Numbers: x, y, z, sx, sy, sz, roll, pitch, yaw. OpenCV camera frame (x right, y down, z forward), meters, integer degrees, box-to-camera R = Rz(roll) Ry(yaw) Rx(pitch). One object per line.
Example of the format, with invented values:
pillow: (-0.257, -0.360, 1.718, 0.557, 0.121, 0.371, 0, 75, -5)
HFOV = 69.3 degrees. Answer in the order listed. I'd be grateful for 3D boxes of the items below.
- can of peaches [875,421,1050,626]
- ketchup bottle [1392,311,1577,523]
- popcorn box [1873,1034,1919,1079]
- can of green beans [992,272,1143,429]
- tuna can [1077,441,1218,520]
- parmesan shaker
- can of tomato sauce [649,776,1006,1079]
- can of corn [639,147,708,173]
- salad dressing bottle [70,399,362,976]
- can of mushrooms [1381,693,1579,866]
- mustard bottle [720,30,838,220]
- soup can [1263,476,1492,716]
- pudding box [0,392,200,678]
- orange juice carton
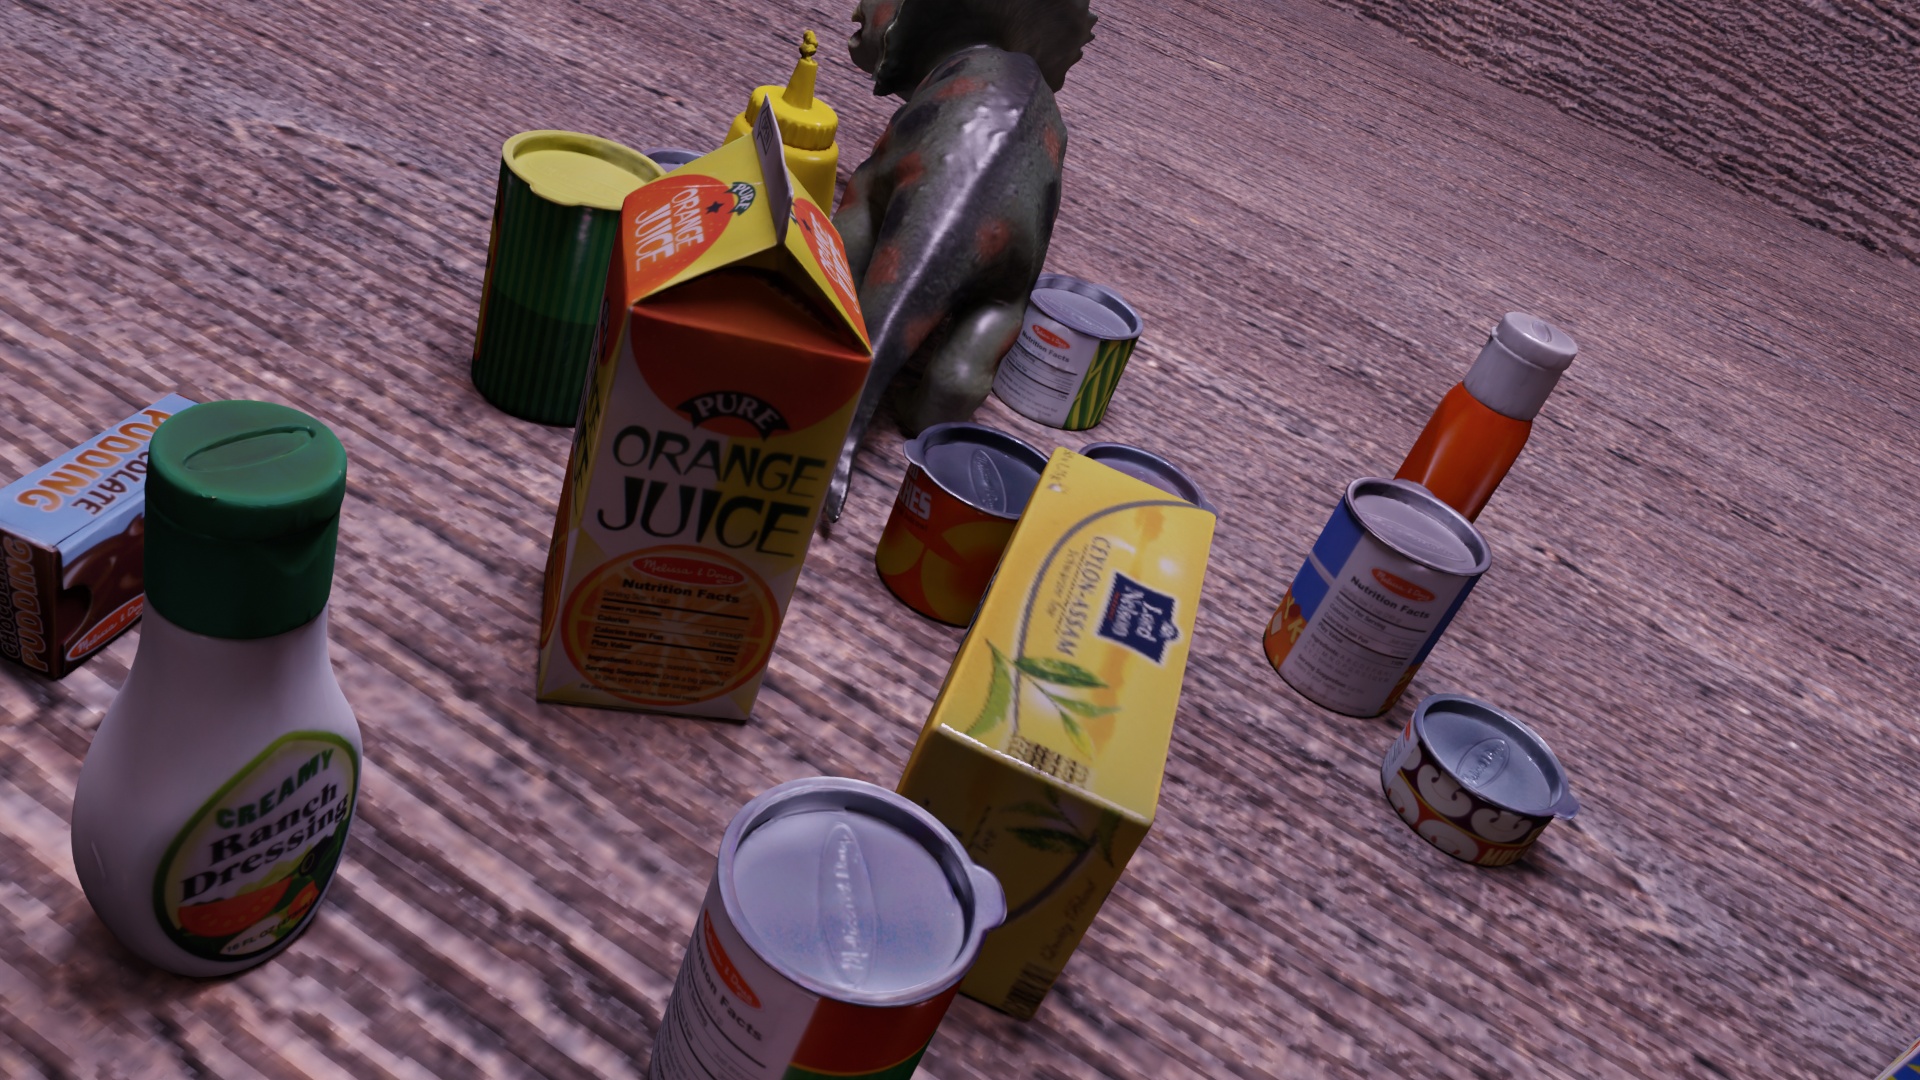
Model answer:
can of peaches: (0.002, -0.007, 0.567, 0.071, 0.057, 0.071, 16, 33, -10)
ketchup bottle: (0.239, -0.038, 0.668, 0.043, 0.148, 0.065, 26, 33, 5)
popcorn box: (0.367, 0.180, 0.489, 0.127, 0.084, 0.038, -8, 44, -39)
can of green beans: (0.055, -0.100, 0.732, 0.071, 0.057, 0.071, 16, 33, -10)
tuna can: (0.081, -0.013, 0.646, 0.071, 0.032, 0.071, 16, 33, -10)
parmesan shaker: (-0.162, -0.105, 0.570, 0.071, 0.102, 0.072, 16, 33, -10)
can of tomato sauce: (-0.036, 0.112, 0.350, 0.071, 0.082, 0.071, 16, 33, -10)
can of corn: (-0.135, -0.155, 0.699, 0.071, 0.058, 0.071, 16, 33, -10)
salad dressing bottle: (-0.168, 0.038, 0.319, 0.044, 0.146, 0.064, 35, 35, 19)
can of mushrooms: (0.209, 0.098, 0.561, 0.071, 0.033, 0.071, 16, 33, -10)
mustard bottle: (-0.088, -0.150, 0.625, 0.049, 0.159, 0.065, 34, 34, 17)
soup can: (0.180, 0.023, 0.605, 0.071, 0.083, 0.072, 16, 33, -10)
pudding box: (-0.254, -0.004, 0.419, 0.030, 0.049, 0.084, 23, 33, 1)
orange juice carton: (-0.081, -0.037, 0.438, 0.073, 0.191, 0.072, 9, 35, -20)
